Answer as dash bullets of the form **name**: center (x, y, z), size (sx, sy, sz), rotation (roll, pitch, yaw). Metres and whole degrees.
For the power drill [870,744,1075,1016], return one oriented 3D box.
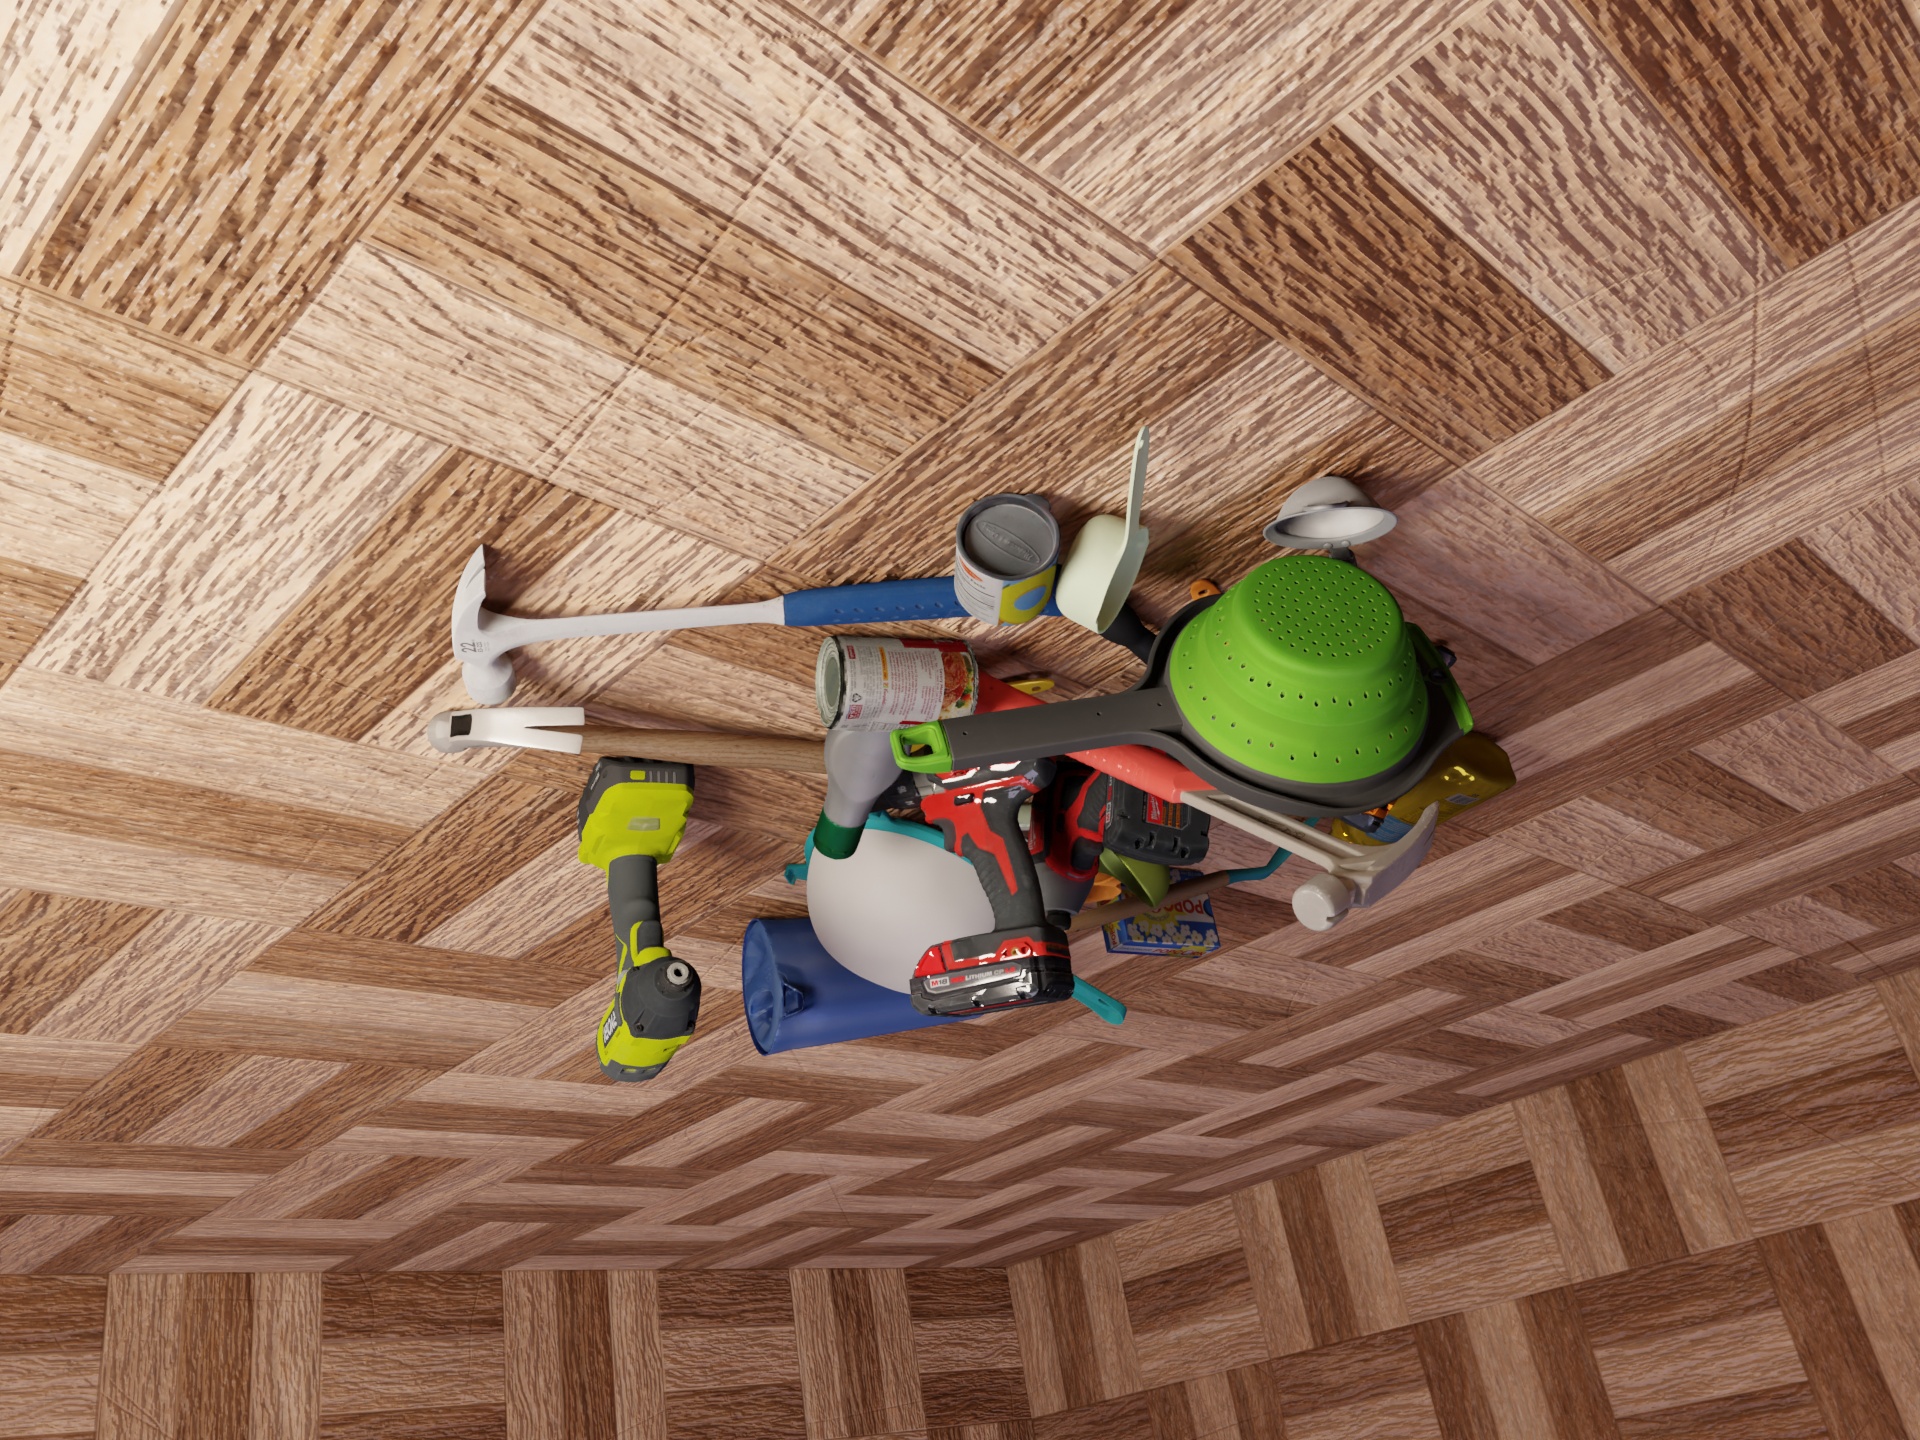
- **power drill**: center (-0.007, 0.116, 1.254), size (0.188, 0.227, 0.080), rotation (-13, 163, 22)

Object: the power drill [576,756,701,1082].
- **power drill**: center (-0.242, 0.145, 1.222), size (0.080, 0.223, 0.171), rotation (2, 150, -24)

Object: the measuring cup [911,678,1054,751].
- **measuring cup**: center (-0.002, -0.004, 1.232), size (0.156, 0.029, 0.062), rotation (-12, 153, 8)

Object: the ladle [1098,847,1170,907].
- **ladle**: center (0.055, 0.151, 1.459), size (0.320, 0.062, 0.078), rotation (-14, 122, 39)

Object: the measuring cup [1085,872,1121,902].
- **measuring cup**: center (0.132, 0.129, 1.484), size (0.095, 0.052, 0.173), rotation (9, 156, -35)

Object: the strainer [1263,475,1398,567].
- **strainer**: center (0.263, -0.116, 1.108), size (0.087, 0.050, 0.258), rotation (-5, 161, 17)

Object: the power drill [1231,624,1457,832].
- **power drill**: center (0.305, -0.006, 1.240), size (0.226, 0.084, 0.164), rotation (19, 105, -51)

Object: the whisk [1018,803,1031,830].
- **whisk**: center (0.102, 0.088, 1.432), size (0.246, 0.059, 0.058), rotation (0, 179, -10)

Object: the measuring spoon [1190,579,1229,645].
- **measuring spoon**: center (0.194, -0.075, 1.187), size (0.021, 0.011, 0.116), rotation (-20, 151, 17)

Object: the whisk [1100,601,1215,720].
- **whisk**: center (0.171, -0.035, 1.216), size (0.070, 0.070, 0.284), rotation (-26, 143, 27)

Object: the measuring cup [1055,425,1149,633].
- **measuring cup**: center (0.092, -0.127, 1.009), size (0.038, 0.083, 0.167), rotation (24, 144, 16)

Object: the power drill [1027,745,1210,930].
- **power drill**: center (0.116, 0.083, 1.277), size (0.078, 0.143, 0.219), rotation (13, 158, -17)

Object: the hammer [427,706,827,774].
- **hammer**: center (-0.208, 0.018, 1.172), size (0.331, 0.031, 0.130), rotation (6, 174, -37)

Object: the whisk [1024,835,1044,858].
- **whisk**: center (-0.007, 0.144, 1.458), size (0.055, 0.055, 0.239), rotation (15, 159, -40)

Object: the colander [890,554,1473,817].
- **colander**: center (0.151, -0.031, 1.041), size (0.397, 0.205, 0.094), rotation (-8, 140, -11)

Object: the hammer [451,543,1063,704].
- **hammer**: center (-0.128, -0.074, 1.051), size (0.405, 0.035, 0.144), rotation (-5, 152, -10)

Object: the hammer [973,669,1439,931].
- **hammer**: center (0.143, 0.033, 1.106), size (0.149, 0.359, 0.036), rotation (-28, 131, -41)

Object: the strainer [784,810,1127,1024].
- **strainer**: center (-0.001, 0.213, 1.415), size (0.340, 0.095, 0.211), rotation (33, 145, -13)

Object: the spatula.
- **spatula**: center (0.222, 0.145, 1.492), size (0.317, 0.044, 0.082), rotation (-13, 159, -29)
